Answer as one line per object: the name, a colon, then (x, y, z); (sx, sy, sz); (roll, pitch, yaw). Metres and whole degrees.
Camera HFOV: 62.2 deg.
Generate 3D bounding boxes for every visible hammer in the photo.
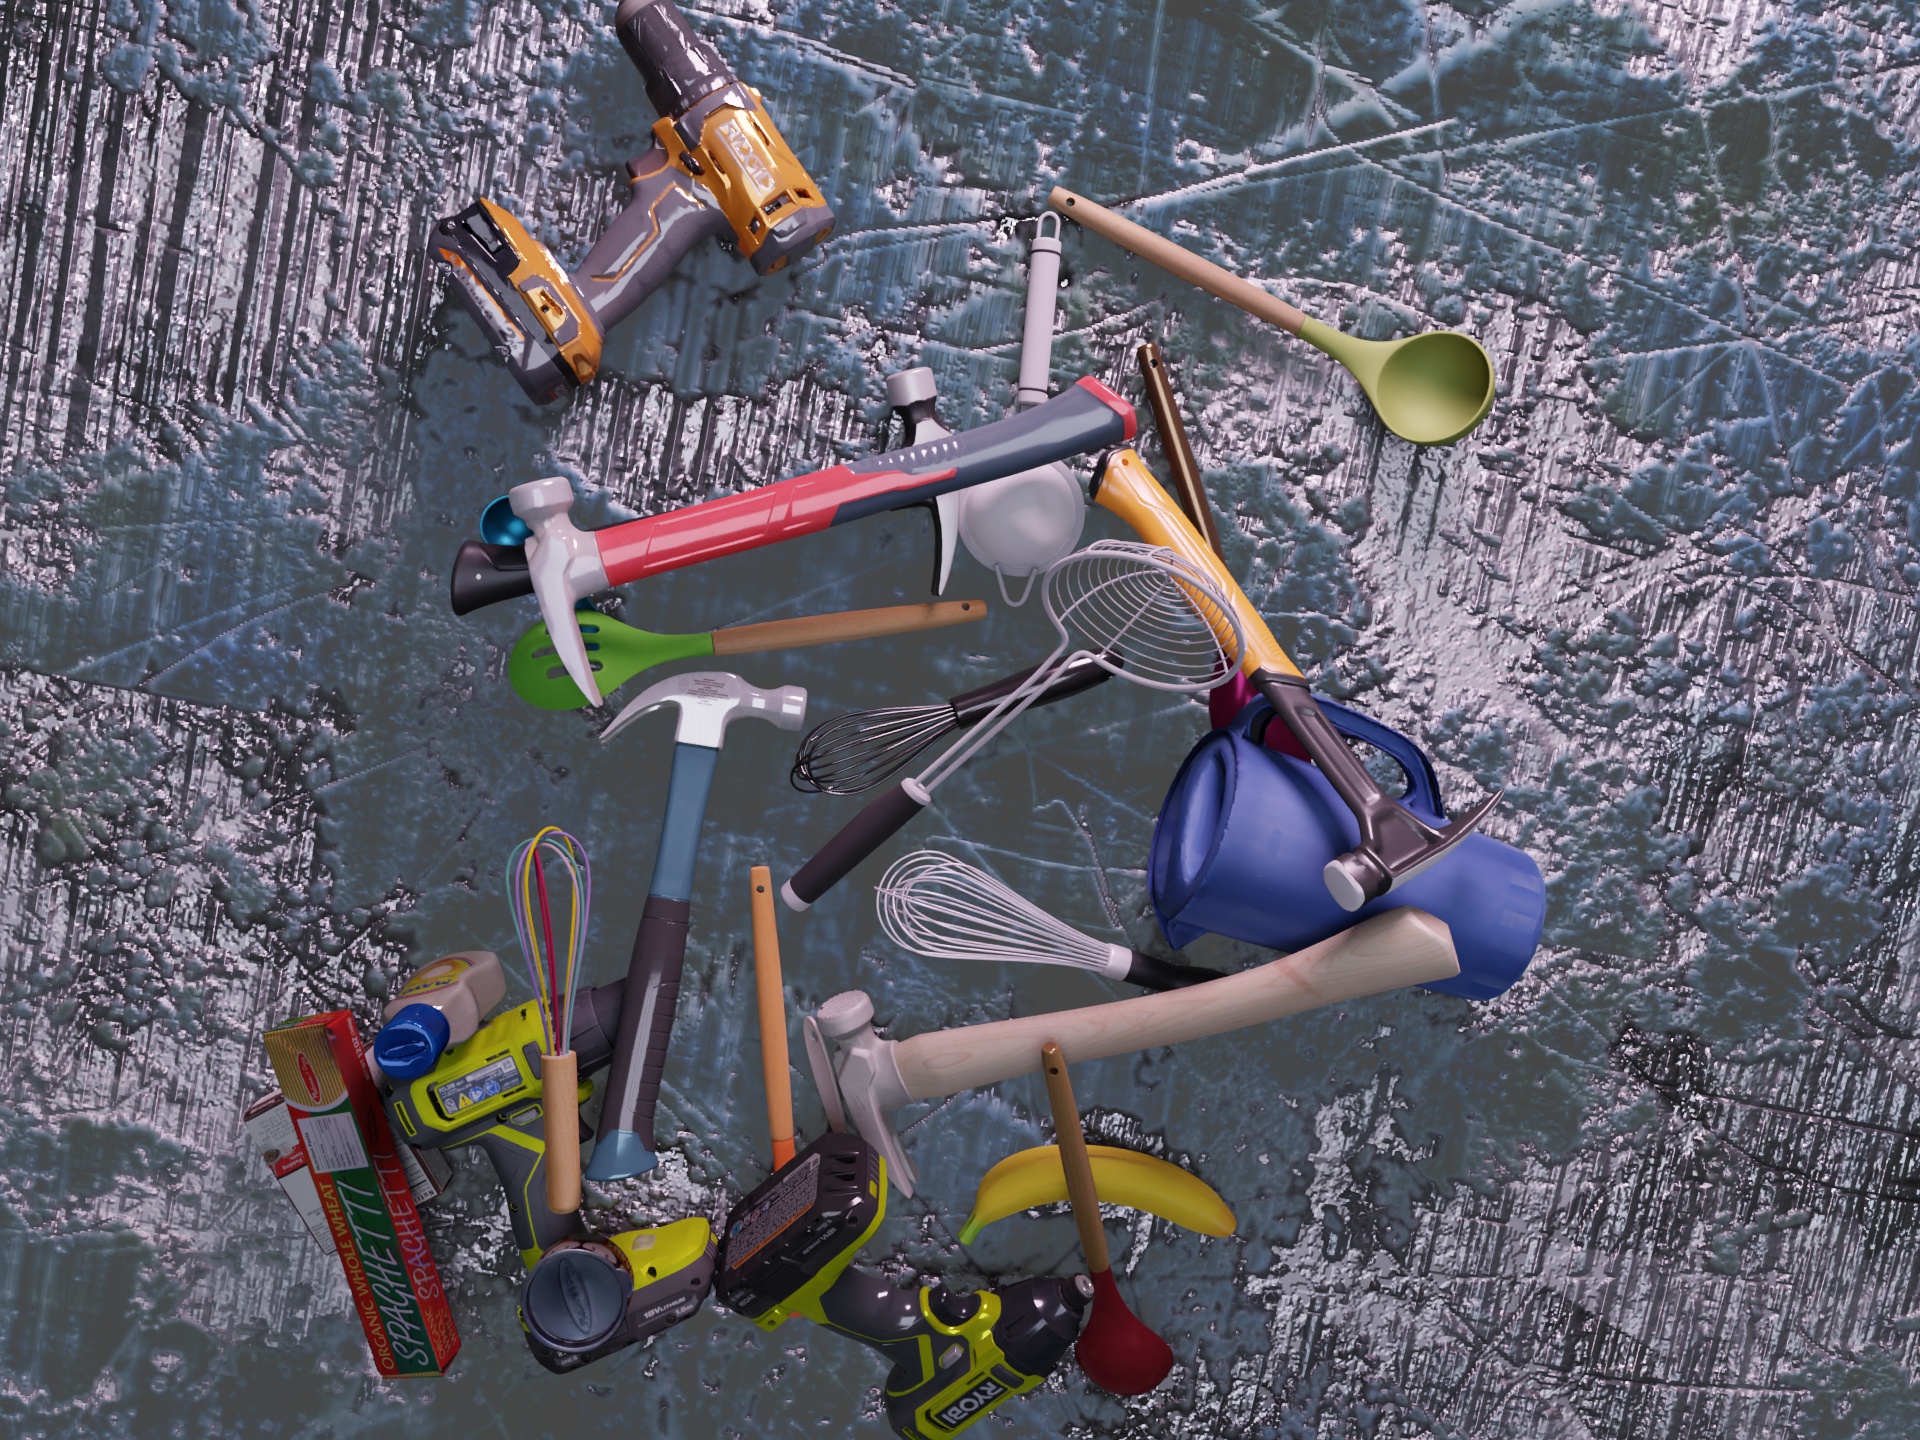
hammer: (-0.073, -0.125, 0.994); (0.386, 0.038, 0.143); (-16, 97, -5)
hammer: (0.194, -0.046, 1.007); (0.127, 0.034, 0.337); (-27, 70, -22)
hammer: (0.115, 0.204, 1.026); (0.410, 0.038, 0.146); (-17, 103, 18)
hammer: (-0.161, -0.119, 1.026); (0.334, 0.035, 0.146); (-14, 97, -8)
hammer: (-0.189, 0.129, 1.023); (0.128, 0.033, 0.331); (10, 80, -6)

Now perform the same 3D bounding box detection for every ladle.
ladle: (0.203, -0.273, 1.042); (0.320, 0.062, 0.078); (26, 93, -5)
ladle: (0.090, 0.344, 1.064); (0.069, 0.031, 0.315); (-8, 115, 11)

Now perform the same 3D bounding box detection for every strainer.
strainer: (0.044, -0.204, 1.045); (0.087, 0.050, 0.258); (6, 92, 9)

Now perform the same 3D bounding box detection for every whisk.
whisk: (0.076, 0.155, 1.077); (0.284, 0.070, 0.070); (18, 95, -12)
whisk: (-0.256, 0.188, 0.997); (0.051, 0.047, 0.245); (-2, 94, -9)
whisk: (-0.001, -0.002, 1.061); (0.239, 0.055, 0.055); (-19, 98, -7)

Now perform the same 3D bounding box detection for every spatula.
spatula: (-0.124, 0.259, 1.090); (0.081, 0.041, 0.322); (-4, 93, -3)

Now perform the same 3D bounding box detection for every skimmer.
skimmer: (0.016, 0.022, 0.990); (0.363, 0.090, 0.127); (-41, 115, 19)

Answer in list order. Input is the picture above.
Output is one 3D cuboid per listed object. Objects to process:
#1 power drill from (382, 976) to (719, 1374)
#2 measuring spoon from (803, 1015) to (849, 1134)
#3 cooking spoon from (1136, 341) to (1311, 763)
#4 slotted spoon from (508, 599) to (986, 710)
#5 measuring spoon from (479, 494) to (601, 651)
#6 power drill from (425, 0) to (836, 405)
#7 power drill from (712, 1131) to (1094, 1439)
power drill: (-0.248, 0.292, 1.056); (0.190, 0.080, 0.228); (-23, 95, -2)
measuring spoon: (-0.083, 0.260, 1.094); (0.018, 0.034, 0.124); (-19, 93, -42)
cooking spoon: (0.173, -0.100, 1.076); (0.069, 0.017, 0.319); (-19, 98, -3)
slotted spoon: (-0.136, -0.056, 1.040); (0.313, 0.031, 0.070); (-7, 67, -10)
measuring spoon: (-0.266, -0.092, 1.044); (0.042, 0.021, 0.128); (-36, 107, -3)
power drill: (-0.217, -0.326, 0.989); (0.226, 0.084, 0.185); (-35, 98, -5)
power drill: (-0.035, 0.376, 1.051); (0.223, 0.080, 0.171); (41, 109, -21)
